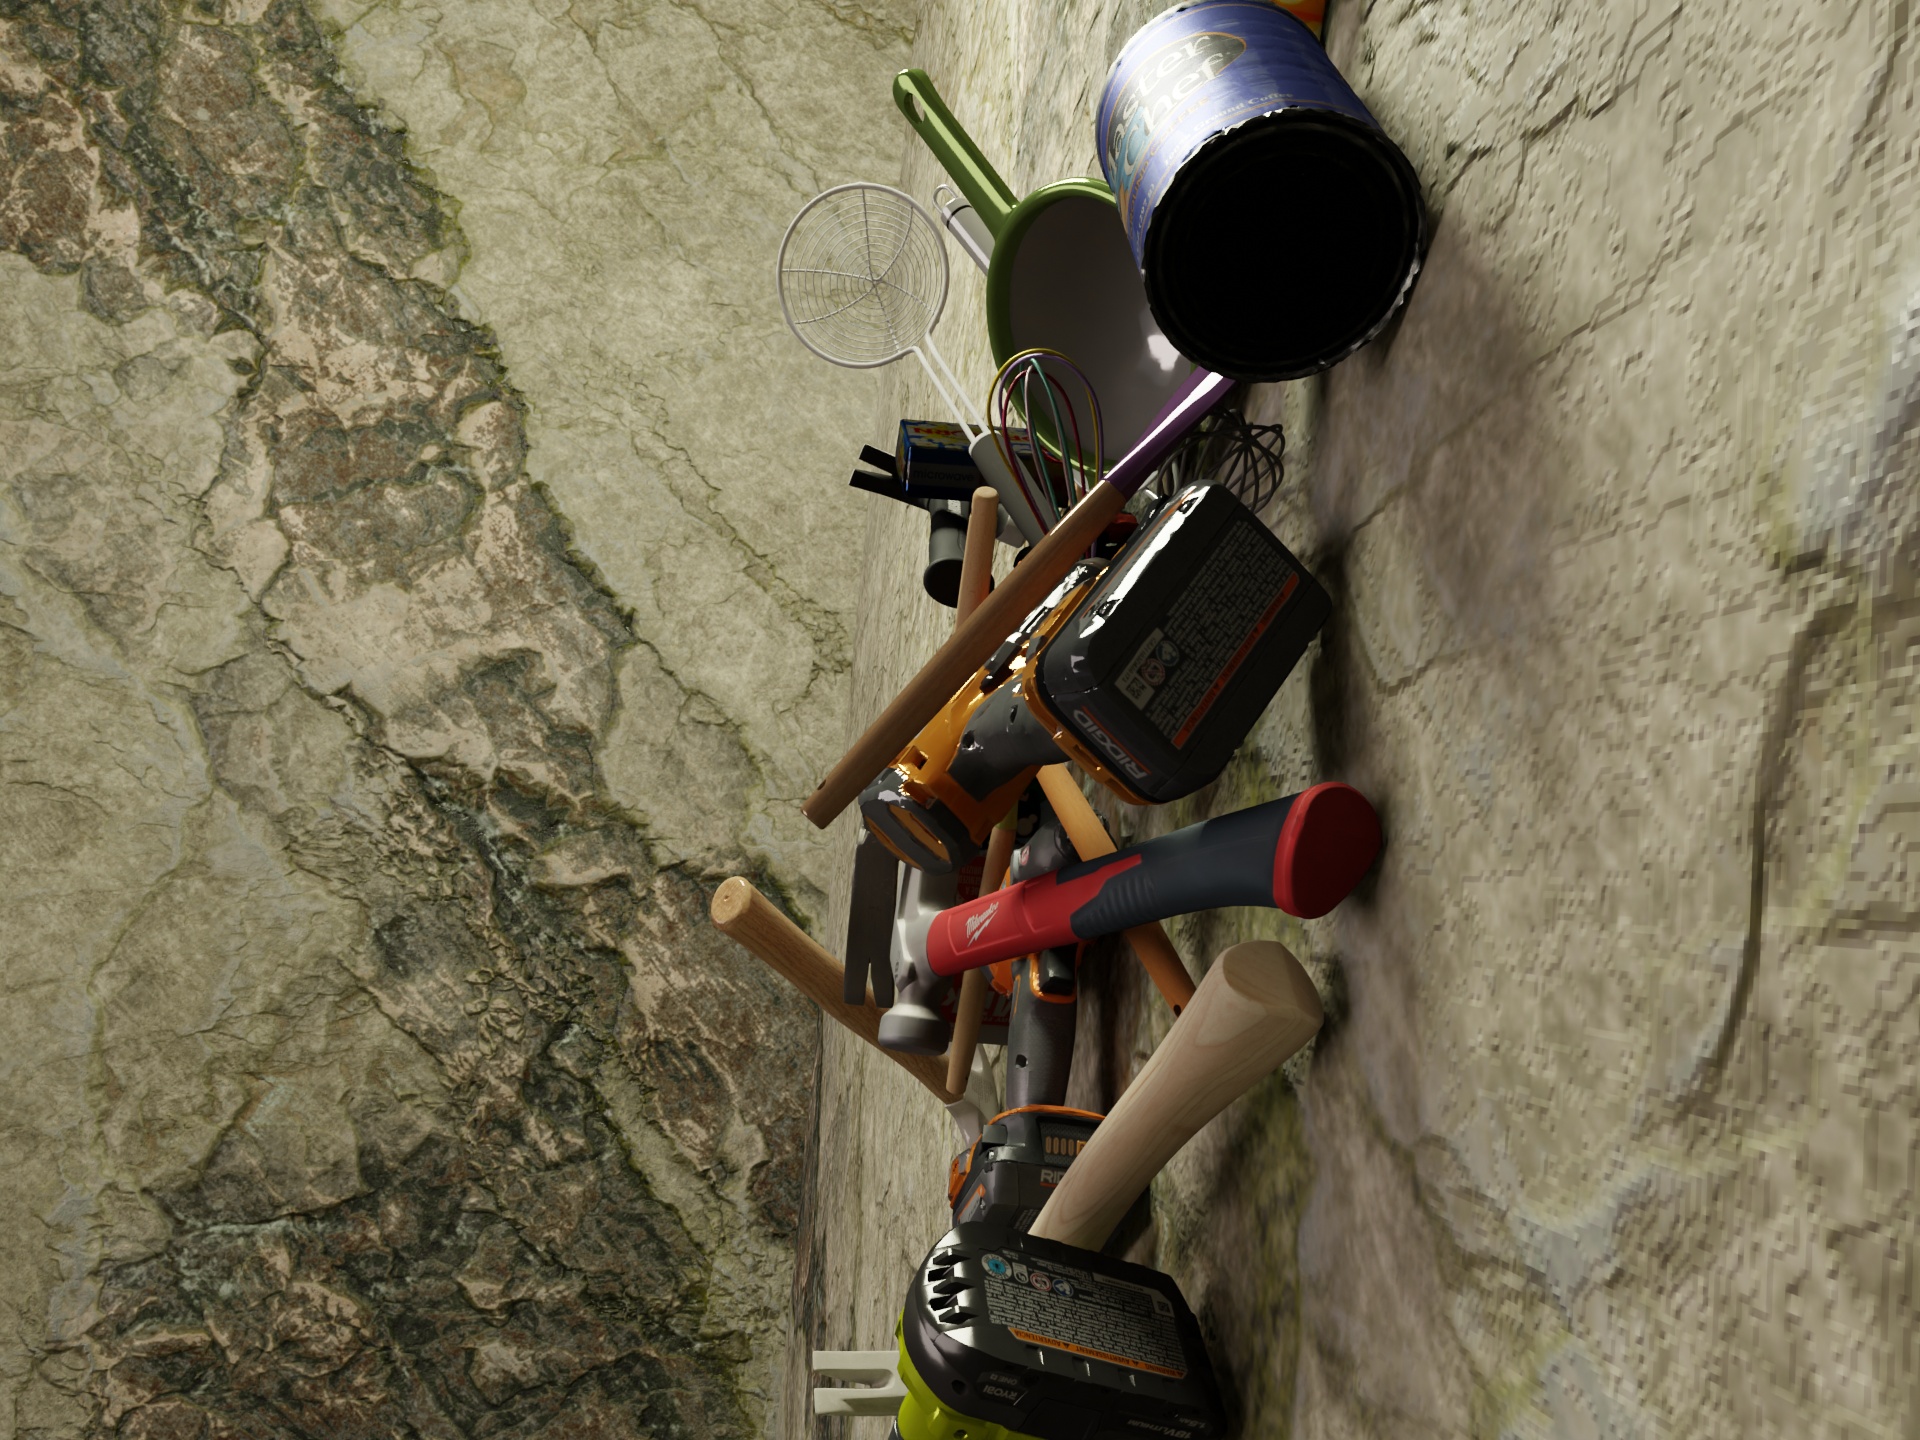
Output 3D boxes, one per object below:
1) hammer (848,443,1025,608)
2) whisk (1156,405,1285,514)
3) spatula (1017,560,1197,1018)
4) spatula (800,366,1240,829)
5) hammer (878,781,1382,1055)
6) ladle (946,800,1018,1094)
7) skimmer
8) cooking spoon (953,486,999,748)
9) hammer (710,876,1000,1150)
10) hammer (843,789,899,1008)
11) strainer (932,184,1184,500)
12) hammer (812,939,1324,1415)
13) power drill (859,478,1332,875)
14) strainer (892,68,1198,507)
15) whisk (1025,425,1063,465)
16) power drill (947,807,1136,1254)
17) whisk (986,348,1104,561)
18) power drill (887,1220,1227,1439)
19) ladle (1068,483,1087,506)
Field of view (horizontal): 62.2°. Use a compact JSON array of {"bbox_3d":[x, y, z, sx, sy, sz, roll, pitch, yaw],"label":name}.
[{"bbox_3d":[-0.012,-0.133,1.112,0.335,0.146,0.035,-93,25,-73],"label":"hammer"},{"bbox_3d":[0.105,-0.089,0.771,0.239,0.055,0.055,111,163,-74],"label":"whisk"},{"bbox_3d":[0.061,0.036,0.817,0.323,0.041,0.081,-118,37,-45],"label":"spatula"},{"bbox_3d":[0.045,-0.076,0.656,0.316,0.018,0.060,-48,16,-7],"label":"spatula"},{"bbox_3d":[0.054,0.067,0.718,0.386,0.038,0.143,149,132,-62],"label":"hammer"},{"bbox_3d":[0.034,0.094,0.989,0.078,0.062,0.320,-18,-58,-59],"label":"ladle"},{"bbox_3d":[-0.023,-0.228,1.042,0.127,0.090,0.364,-41,47,15],"label":"skimmer"},{"bbox_3d":[-0.002,-0.003,0.961,0.069,0.017,0.318,-90,6,-50],"label":"cooking spoon"},{"bbox_3d":[-0.058,0.191,1.035,0.331,0.031,0.130,50,-155,-44],"label":"hammer"},{"bbox_3d":[-0.030,0.064,1.111,0.359,0.037,0.149,-62,-23,-75],"label":"hammer"},{"bbox_3d":[0.057,-0.215,0.894,0.087,0.050,0.259,-46,67,29],"label":"strainer"},{"bbox_3d":[0.043,0.223,0.706,0.410,0.146,0.038,112,157,-45],"label":"hammer"},{"bbox_3d":[0.060,-0.027,0.696,0.185,0.084,0.226,-51,11,-27],"label":"power drill"},{"bbox_3d":[0.057,-0.244,0.820,0.256,0.069,0.151,56,145,14],"label":"strainer"},{"bbox_3d":[0.100,-0.271,0.902,0.073,0.073,0.295,-94,19,-50],"label":"whisk"},{"bbox_3d":[0.049,0.164,0.852,0.164,0.084,0.227,107,170,-51],"label":"power drill"},{"bbox_3d":[0.057,-0.081,0.834,0.051,0.047,0.244,37,149,49],"label":"whisk"},{"bbox_3d":[0.019,0.338,0.680,0.080,0.190,0.228,-102,34,-65],"label":"power drill"},{"bbox_3d":[0.091,-0.244,1.030,0.069,0.031,0.315,-88,5,-75],"label":"ladle"}]
